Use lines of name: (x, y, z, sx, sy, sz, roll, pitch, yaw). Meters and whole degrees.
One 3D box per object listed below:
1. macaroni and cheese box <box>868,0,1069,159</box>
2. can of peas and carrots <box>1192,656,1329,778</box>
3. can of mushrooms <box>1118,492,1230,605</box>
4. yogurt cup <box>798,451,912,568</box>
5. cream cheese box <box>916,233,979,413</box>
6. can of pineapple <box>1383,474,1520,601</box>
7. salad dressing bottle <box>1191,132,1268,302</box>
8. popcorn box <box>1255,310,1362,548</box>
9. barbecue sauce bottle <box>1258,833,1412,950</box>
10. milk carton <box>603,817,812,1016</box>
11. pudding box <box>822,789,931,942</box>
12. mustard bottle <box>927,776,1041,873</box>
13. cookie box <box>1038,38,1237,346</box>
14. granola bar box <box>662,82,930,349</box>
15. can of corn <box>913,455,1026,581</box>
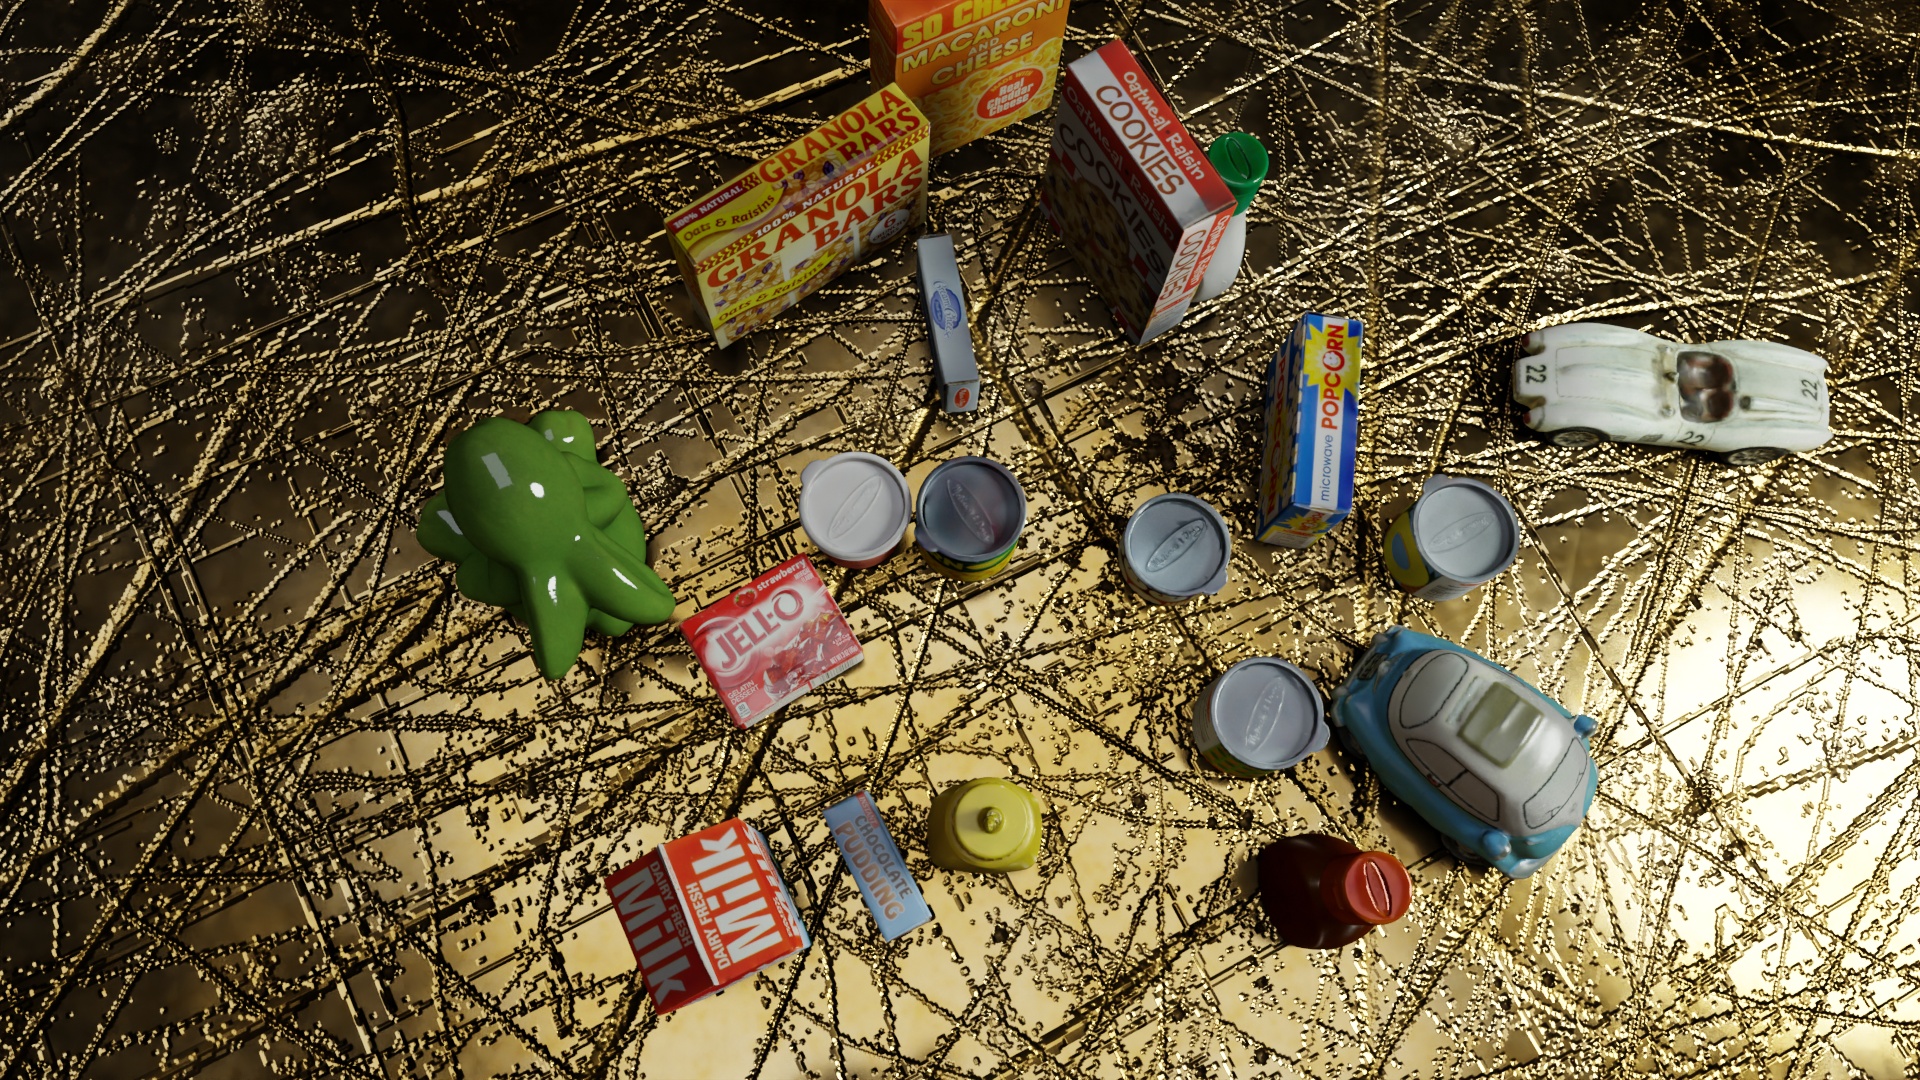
macaroni and cheese box: (0.004, -0.313, 0.881, 0.124, 0.166, 0.040, -26, 78, -9)
can of peas and carrots: (0.178, 0.107, 0.828, 0.071, 0.058, 0.071, 1, 75, -2)
can of mushrooms: (0.134, 0.008, 0.867, 0.071, 0.033, 0.071, 1, 75, -2)
yogurt cup: (-0.064, -0.015, 0.853, 0.072, 0.053, 0.072, 1, 75, -2)
cream cheese box: (-0.009, -0.138, 0.891, 0.024, 0.053, 0.104, -9, 75, -5)
can of pineapple: (0.304, -0.001, 0.865, 0.071, 0.057, 0.071, 1, 75, -2)
salad dressing bottle: (0.156, -0.200, 0.867, 0.044, 0.147, 0.064, -20, 77, -8)
popcorn box: (0.216, -0.066, 0.865, 0.038, 0.085, 0.127, 8, 74, 0)
barbecue sauce bottle: (0.203, 0.191, 0.759, 0.044, 0.148, 0.065, -13, 76, -6)
milk carton: (-0.129, 0.195, 0.721, 0.073, 0.190, 0.072, -25, 77, -9)
pudding box: (-0.048, 0.187, 0.800, 0.030, 0.049, 0.084, -27, 77, -9)
mustard bottle: (0.015, 0.155, 0.755, 0.065, 0.160, 0.049, 1, 75, -2)
cookie box: (0.104, -0.209, 0.856, 0.040, 0.167, 0.123, -30, 78, -10)
granola bar box: (-0.098, -0.200, 0.867, 0.166, 0.124, 0.039, -34, 79, -11)
can of corn: (0.003, -0.011, 0.853, 0.071, 0.058, 0.071, 1, 75, -2)
